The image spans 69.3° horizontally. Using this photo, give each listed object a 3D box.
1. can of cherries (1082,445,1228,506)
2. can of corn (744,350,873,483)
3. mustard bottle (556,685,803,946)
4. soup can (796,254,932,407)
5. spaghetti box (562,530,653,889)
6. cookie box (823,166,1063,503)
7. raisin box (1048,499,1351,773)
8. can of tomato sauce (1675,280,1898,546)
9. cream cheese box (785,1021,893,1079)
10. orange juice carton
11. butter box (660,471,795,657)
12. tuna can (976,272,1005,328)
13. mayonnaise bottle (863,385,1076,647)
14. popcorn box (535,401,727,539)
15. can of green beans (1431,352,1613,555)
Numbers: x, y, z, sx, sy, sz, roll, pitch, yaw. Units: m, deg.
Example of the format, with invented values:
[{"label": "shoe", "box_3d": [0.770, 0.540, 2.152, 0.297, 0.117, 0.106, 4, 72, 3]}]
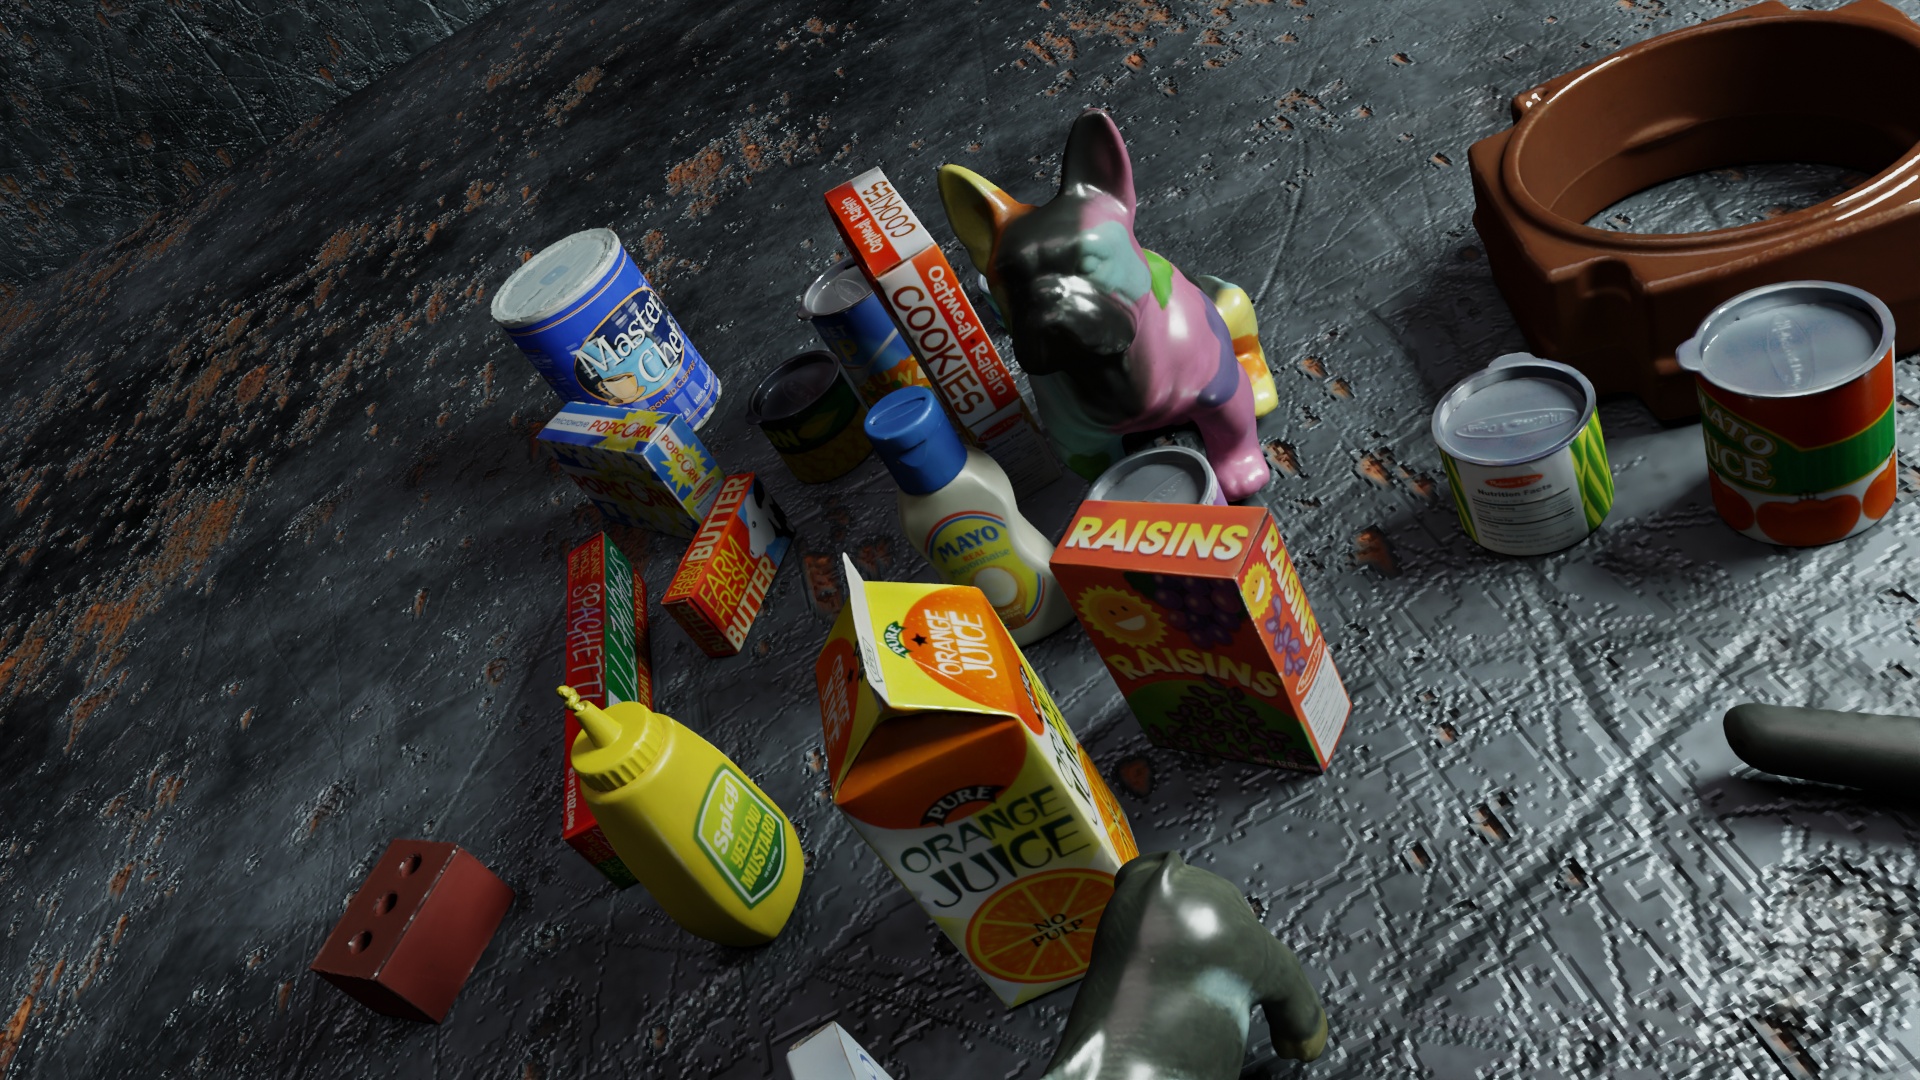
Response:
[{"label": "can of cherries", "box_3d": [0.100, -0.001, 0.668, 0.071, 0.058, 0.072, -19, 39, 16]}, {"label": "can of corn", "box_3d": [-0.095, -0.077, 0.892, 0.071, 0.058, 0.071, -19, 39, 16]}, {"label": "mustard bottle", "box_3d": [-0.127, 0.117, 0.610, 0.049, 0.159, 0.066, -11, 42, 26]}, {"label": "soup can", "box_3d": [-0.058, -0.136, 0.911, 0.071, 0.083, 0.072, -19, 39, 16]}, {"label": "spaghetti box", "box_3d": [-0.198, 0.086, 0.787, 0.028, 0.050, 0.251, -28, 37, 5]}, {"label": "cookie box", "box_3d": [-0.011, -0.115, 0.786, 0.040, 0.166, 0.123, -31, 37, 2]}, {"label": "raisin box", "box_3d": [0.100, 0.039, 0.569, 0.086, 0.123, 0.040, 5, 50, 39]}, {"label": "can of tomato sauce", "box_3d": [0.325, -0.048, 0.543, 0.071, 0.082, 0.071, -19, 39, 16]}, {"label": "cream cheese box", "box_3d": [-0.028, 0.230, 0.501, 0.024, 0.053, 0.104, -34, 37, -3]}, {"label": "orange juice carton", "box_3d": [0.005, 0.089, 0.522, 0.073, 0.192, 0.072, -26, 37, 8]}, {"label": "butter box", "box_3d": [-0.135, 0.014, 0.822, 0.024, 0.053, 0.104, -7, 43, 29]}, {"label": "tuna can", "box_3d": [0.048, -0.170, 0.918, 0.071, 0.032, 0.071, -19, 39, 16]}, {"label": "mayonnaise bottle", "box_3d": [0.002, -0.008, 0.671, 0.064, 0.147, 0.041, -23, 38, 12]}, {"label": "popcorn box", "box_3d": [-0.211, -0.046, 0.916, 0.126, 0.085, 0.038, 10, 54, 42]}, {"label": "can of green beans", "box_3d": [0.246, -0.036, 0.606, 0.071, 0.057, 0.071, -19, 39, 16]}]
